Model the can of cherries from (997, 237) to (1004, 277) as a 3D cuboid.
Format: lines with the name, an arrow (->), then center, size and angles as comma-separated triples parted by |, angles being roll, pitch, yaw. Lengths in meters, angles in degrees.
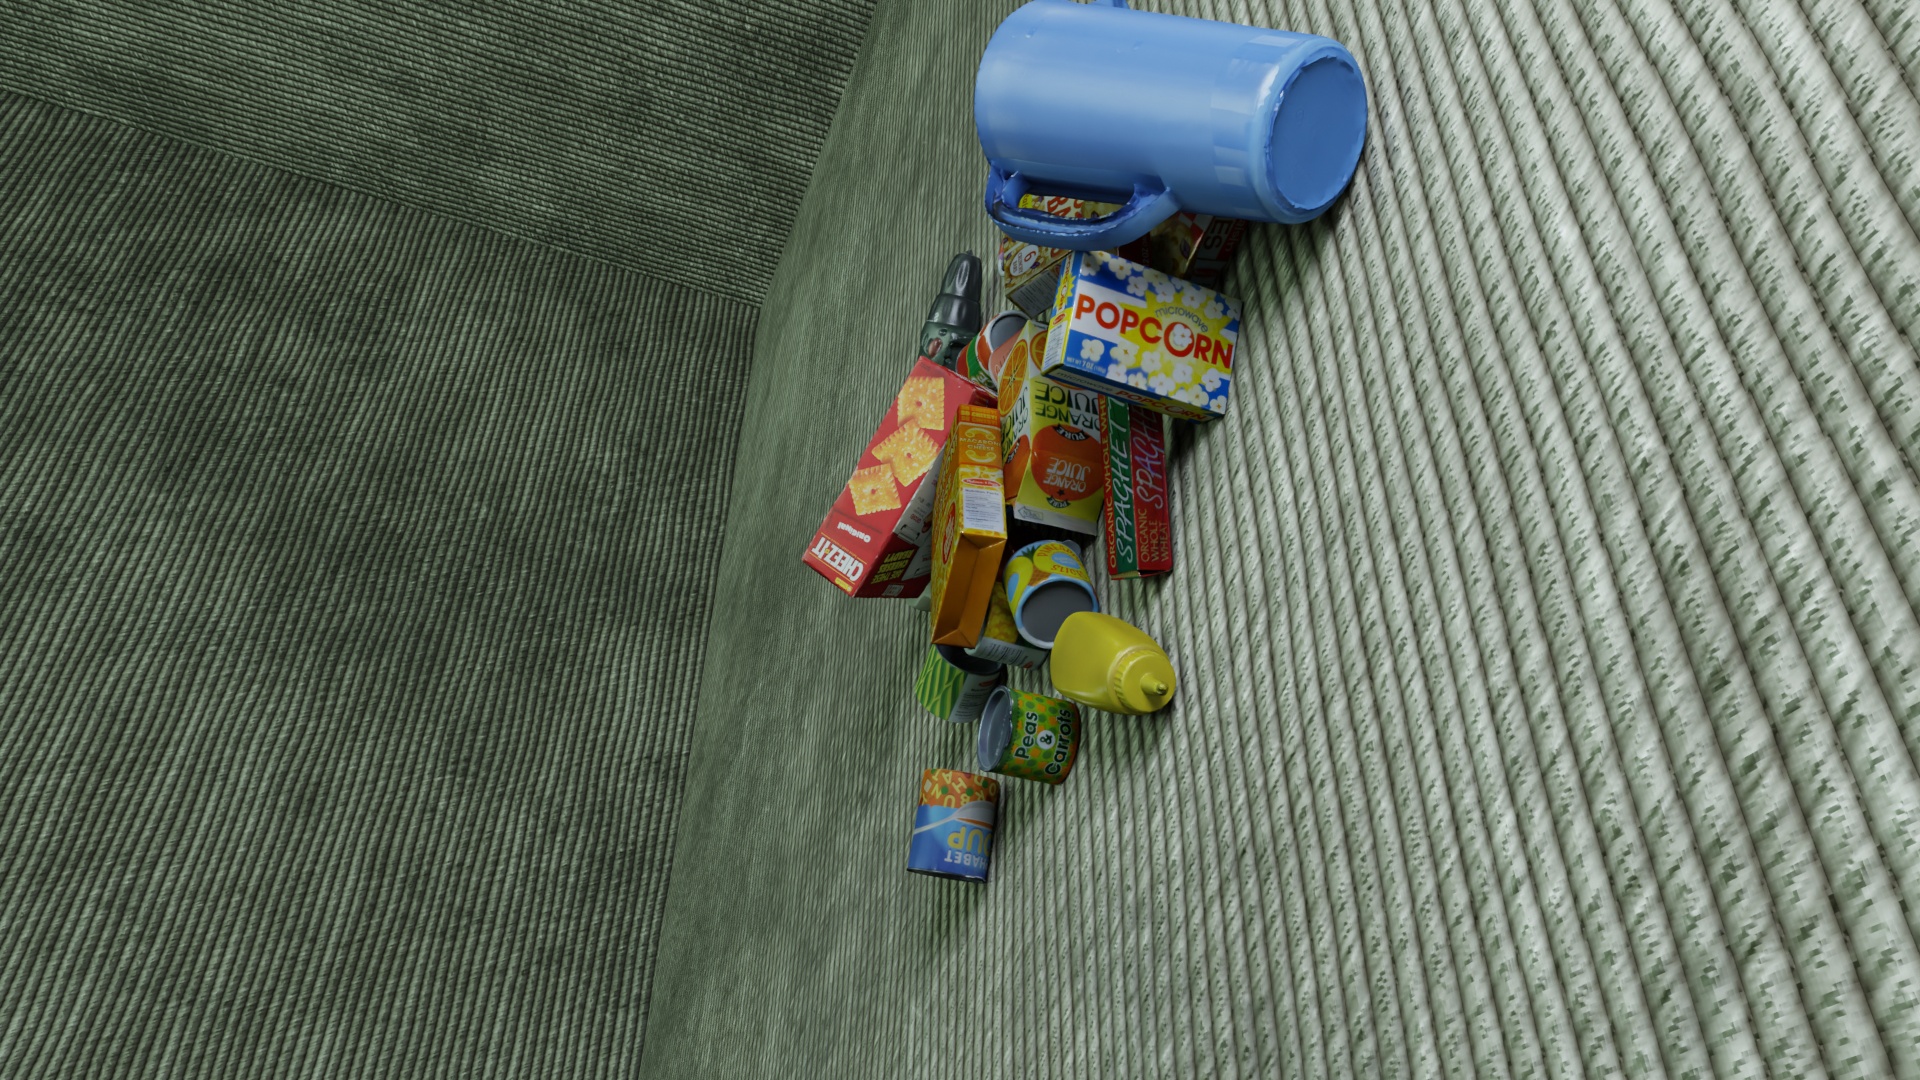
can of cherries -> 0.075, -0.281, 1.341 | 0.071, 0.058, 0.071 | -165, 89, -74

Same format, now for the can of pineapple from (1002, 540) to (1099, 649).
can of pineapple -> 0.070, 0.040, 1.069 | 0.058, 0.071, 0.070 | -108, 36, -61

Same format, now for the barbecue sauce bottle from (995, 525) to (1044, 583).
barbecue sauce bottle -> 0.031, 0.036, 1.243 | 0.147, 0.044, 0.065 | 129, 160, -54

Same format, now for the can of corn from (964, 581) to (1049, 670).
can of corn -> 0.040, 0.068, 1.157 | 0.071, 0.058, 0.071 | -164, 89, -74

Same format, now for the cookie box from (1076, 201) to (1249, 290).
cookie box -> 0.154, -0.254, 0.999 | 0.123, 0.040, 0.166 | 52, 132, 35

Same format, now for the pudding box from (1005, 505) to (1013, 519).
pudding box -> 0.024, -0.024, 1.289 | 0.084, 0.030, 0.049 | -53, 12, -12

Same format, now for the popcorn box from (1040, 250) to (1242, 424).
popcorn box -> 0.123, -0.137, 0.937 | 0.038, 0.127, 0.085 | 162, 121, -67

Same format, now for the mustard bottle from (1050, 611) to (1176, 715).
mustard bottle -> 0.107, 0.088, 0.934 | 0.160, 0.049, 0.065 | -160, 85, -73

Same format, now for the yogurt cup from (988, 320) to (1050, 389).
yogurt cup -> 0.067, -0.162, 1.260 | 0.053, 0.072, 0.073 | -44, 34, 47

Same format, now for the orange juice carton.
orange juice carton -> 0.076, -0.085, 1.146 | 0.072, 0.072, 0.194 | 121, 157, -47

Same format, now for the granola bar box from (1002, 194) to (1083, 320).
granola bar box -> 0.095, -0.289, 1.225 | 0.124, 0.039, 0.166 | -29, 41, 29

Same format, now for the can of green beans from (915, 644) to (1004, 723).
can of green beans -> -0.001, 0.120, 1.238 | 0.071, 0.071, 0.057 | -102, 30, -57

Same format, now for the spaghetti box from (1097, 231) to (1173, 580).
spaghetti box -> 0.119, -0.096, 0.980 | 0.050, 0.029, 0.250 | 162, 106, -70

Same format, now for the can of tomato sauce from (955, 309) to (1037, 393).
can of tomato sauce -> 0.041, -0.177, 1.354 | 0.083, 0.071, 0.071 | 144, 137, -65

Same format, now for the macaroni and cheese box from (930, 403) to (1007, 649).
macaroni and cheese box -> 0.004, -0.014, 1.137 | 0.167, 0.040, 0.123 | -92, 13, -49

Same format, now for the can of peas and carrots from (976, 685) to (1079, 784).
can of peas and carrots -> 0.052, 0.148, 1.050 | 0.071, 0.059, 0.071 | -165, 89, -73

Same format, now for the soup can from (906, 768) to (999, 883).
soup can -> -0.003, 0.237, 1.149 | 0.071, 0.071, 0.084 | 146, 136, -66

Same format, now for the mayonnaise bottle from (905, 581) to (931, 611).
mayonnaise bottle -> -0.015, 0.037, 1.404 | 0.148, 0.041, 0.065 | 164, 119, -70
